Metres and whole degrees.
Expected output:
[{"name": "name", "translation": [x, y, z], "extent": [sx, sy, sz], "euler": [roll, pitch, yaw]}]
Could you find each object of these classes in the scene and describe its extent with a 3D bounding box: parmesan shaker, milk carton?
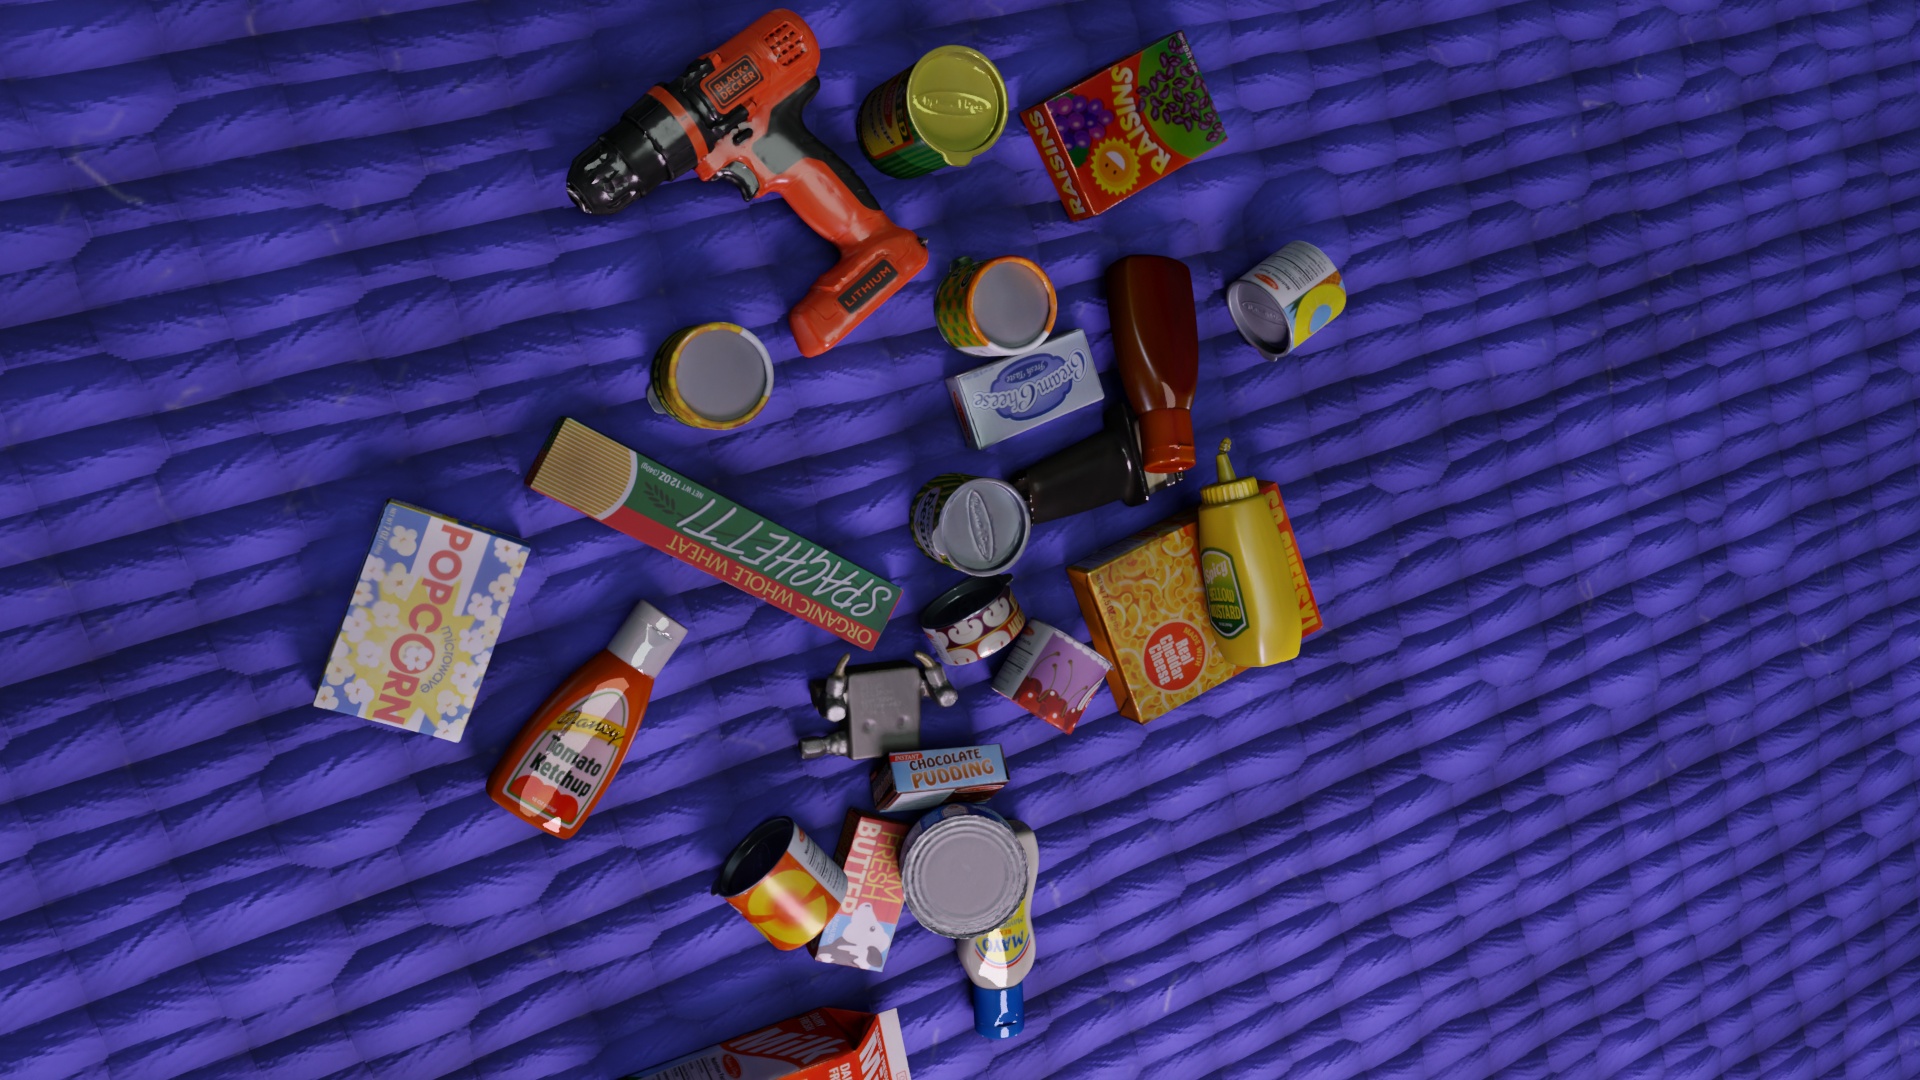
[{"name": "parmesan shaker", "translation": [-0.021, -0.265, 0.878], "extent": [0.071, 0.103, 0.071], "euler": [-2, 96, -22]}, {"name": "milk carton", "translation": [-0.124, 0.371, 0.915], "extent": [0.191, 0.073, 0.072], "euler": [-14, 101, -21]}]

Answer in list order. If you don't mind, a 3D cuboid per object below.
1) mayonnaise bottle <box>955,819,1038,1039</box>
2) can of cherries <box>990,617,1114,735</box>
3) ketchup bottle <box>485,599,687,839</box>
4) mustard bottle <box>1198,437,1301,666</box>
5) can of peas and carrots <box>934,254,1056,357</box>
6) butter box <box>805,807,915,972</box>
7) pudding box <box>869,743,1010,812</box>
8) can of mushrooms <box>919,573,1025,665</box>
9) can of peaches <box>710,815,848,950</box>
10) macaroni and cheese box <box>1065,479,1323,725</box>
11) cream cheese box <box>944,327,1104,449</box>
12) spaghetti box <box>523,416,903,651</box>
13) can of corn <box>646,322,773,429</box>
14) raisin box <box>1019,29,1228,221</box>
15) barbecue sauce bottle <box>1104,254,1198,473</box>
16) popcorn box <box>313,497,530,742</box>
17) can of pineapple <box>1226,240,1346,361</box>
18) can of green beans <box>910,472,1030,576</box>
[{"name": "mayonnaise bottle", "translation": [0.025, 0.276, 0.984], "extent": [0.065, 0.041, 0.148], "euler": [-5, 96, -16]}, {"name": "can of cherries", "translation": [0.065, 0.096, 0.969], "extent": [0.071, 0.071, 0.058], "euler": [34, 83, -22]}, {"name": "ketchup bottle", "translation": [-0.227, 0.107, 0.863], "extent": [0.064, 0.043, 0.149], "euler": [37, 81, -21]}, {"name": "mustard bottle", "translation": [0.196, 0.007, 0.975], "extent": [0.049, 0.065, 0.160], "euler": [-14, 93, -24]}, {"name": "can of peas and carrots", "translation": [0.023, -0.159, 0.931], "extent": [0.071, 0.059, 0.071], "euler": [-3, 97, -23]}, {"name": "butter box", "translation": [-0.065, 0.239, 0.953], "extent": [0.053, 0.024, 0.103], "euler": [18, 89, -24]}, {"name": "pudding box", "translation": [-0.014, 0.163, 0.950], "extent": [0.084, 0.049, 0.030], "euler": [-1, 63, -22]}, {"name": "can of mushrooms", "translation": [0.011, 0.052, 0.942], "extent": [0.071, 0.071, 0.033], "euler": [-33, 108, -16]}, {"name": "can of peaches", "translation": [-0.118, 0.226, 0.909], "extent": [0.071, 0.071, 0.058], "euler": [-45, 110, -12]}, {"name": "macaroni and cheese box", "translation": [0.174, 0.042, 1.024], "extent": [0.167, 0.040, 0.123], "euler": [-25, 104, -18]}, {"name": "cream cheese box", "translation": [0.045, -0.106, 0.964], "extent": [0.104, 0.024, 0.053], "euler": [-24, 104, -19]}, {"name": "spaghetti box", "translation": [-0.152, -0.001, 0.891], "extent": [0.250, 0.028, 0.050], "euler": [28, 85, -22]}, {"name": "can of corn", "translation": [-0.157, -0.101, 0.862], "extent": [0.071, 0.058, 0.071], "euler": [-2, 96, -22]}, {"name": "raisin box", "translation": [0.115, -0.288, 0.967], "extent": [0.124, 0.040, 0.086], "euler": [-33, 107, -18]}, {"name": "barbecue sauce bottle", "translation": [0.138, -0.122, 0.966], "extent": [0.065, 0.043, 0.149], "euler": [3, 76, -31]}, {"name": "popcorn box", "translation": [-0.317, 0.047, 0.822], "extent": [0.085, 0.038, 0.126], "euler": [20, 87, -23]}, {"name": "can of pineapple", "translation": [0.238, -0.176, 1.016], "extent": [0.058, 0.071, 0.071], "euler": [-36, 108, -15]}, {"name": "can of green beans", "translation": [0.006, -0.012, 0.939], "extent": [0.071, 0.058, 0.071], "euler": [-3, 97, -22]}]
